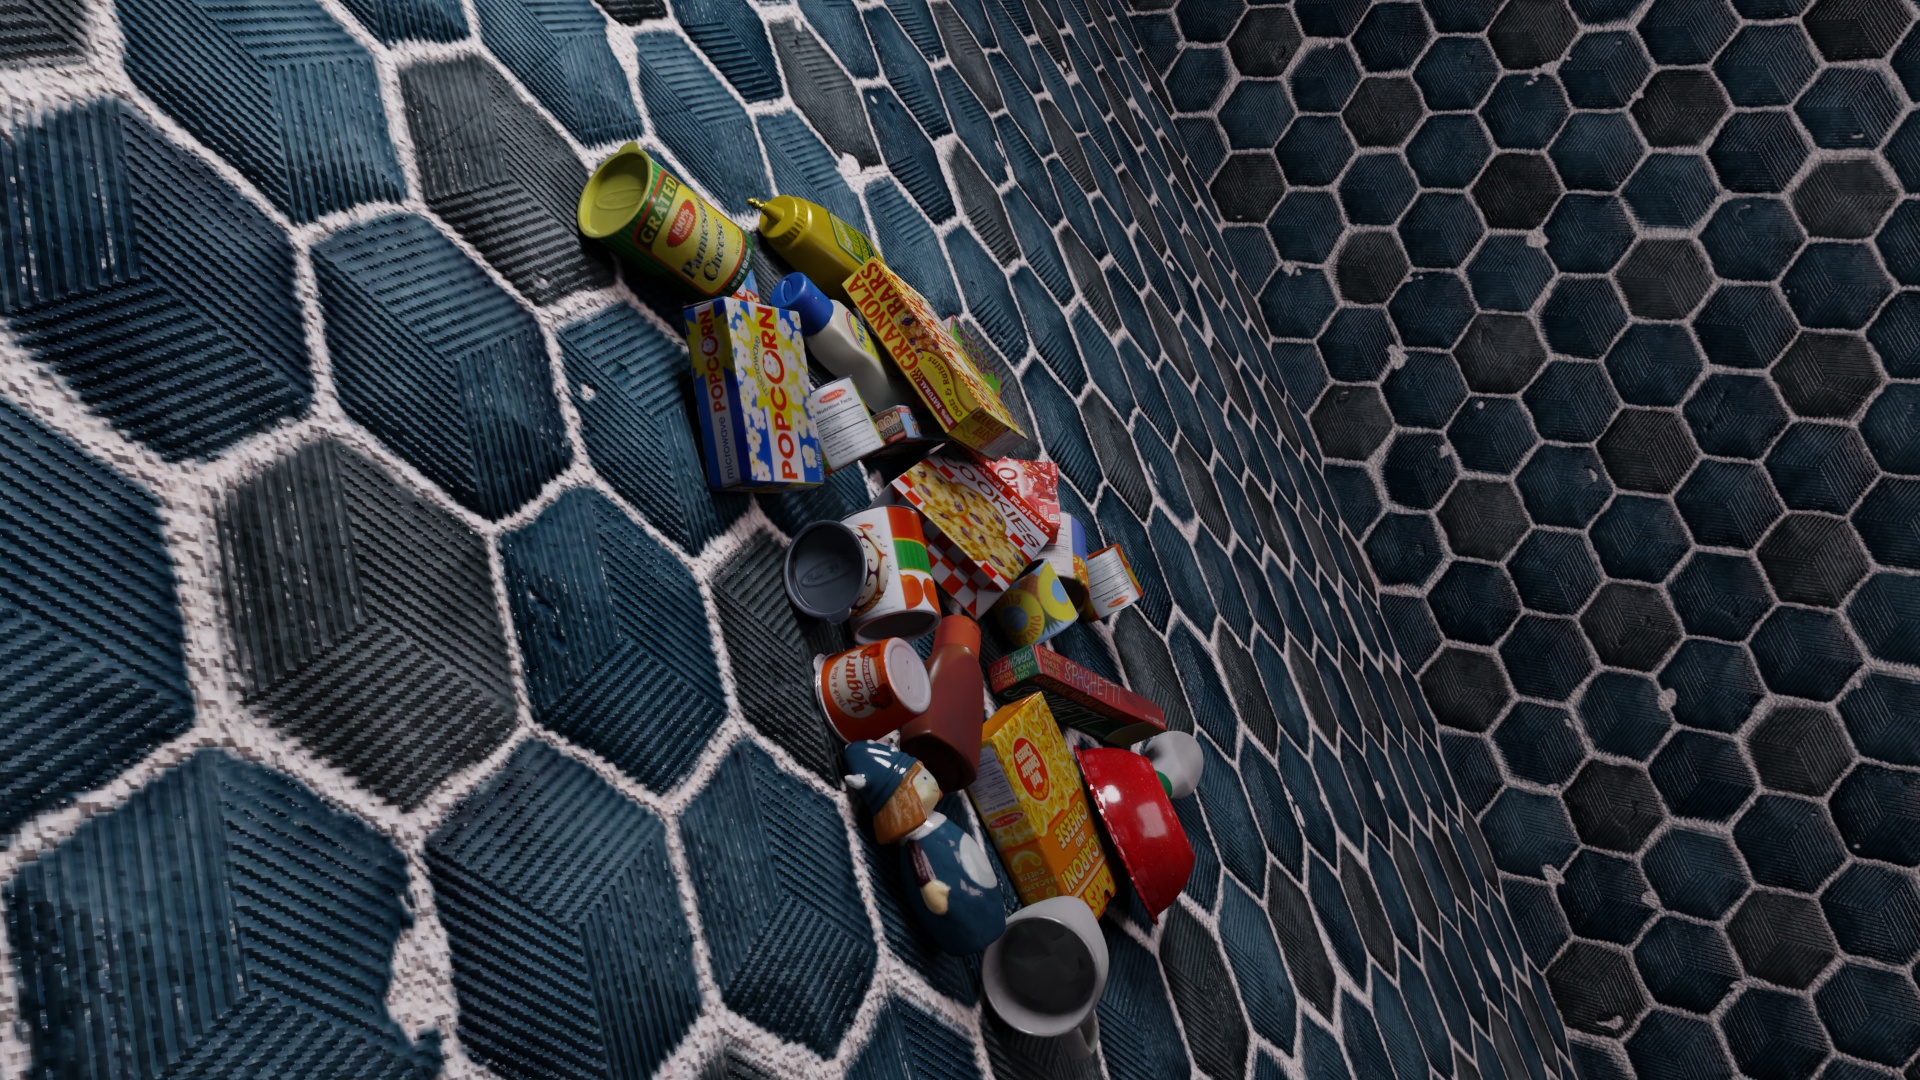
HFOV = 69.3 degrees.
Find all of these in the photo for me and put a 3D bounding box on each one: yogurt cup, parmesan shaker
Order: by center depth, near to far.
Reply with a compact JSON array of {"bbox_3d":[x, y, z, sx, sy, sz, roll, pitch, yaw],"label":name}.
[{"bbox_3d":[-0.056,0.099,0.930,0.072,0.054,0.073,47,29,-36],"label":"yogurt cup"},{"bbox_3d":[-0.195,-0.210,0.935,0.103,0.071,0.071,31,39,-51],"label":"parmesan shaker"}]

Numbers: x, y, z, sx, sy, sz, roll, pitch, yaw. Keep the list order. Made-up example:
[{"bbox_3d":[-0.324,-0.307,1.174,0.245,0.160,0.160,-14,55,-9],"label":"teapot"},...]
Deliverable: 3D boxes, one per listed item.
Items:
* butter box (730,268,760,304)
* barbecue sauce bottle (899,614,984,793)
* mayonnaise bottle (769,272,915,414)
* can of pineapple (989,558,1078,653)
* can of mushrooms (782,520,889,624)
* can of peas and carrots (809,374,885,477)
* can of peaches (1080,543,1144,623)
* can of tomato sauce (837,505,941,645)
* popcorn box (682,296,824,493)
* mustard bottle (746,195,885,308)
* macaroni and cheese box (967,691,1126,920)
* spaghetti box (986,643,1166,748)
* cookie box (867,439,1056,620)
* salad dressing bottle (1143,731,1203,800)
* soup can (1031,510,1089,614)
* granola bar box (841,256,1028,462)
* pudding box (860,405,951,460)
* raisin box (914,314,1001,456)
[{"bbox_3d":[-0.168,-0.168,1.007,0.053,0.024,0.104,24,45,-55],"label":"butter box"},{"bbox_3d":[-0.008,0.114,1.028,0.064,0.043,0.149,51,26,-25],"label":"barbecue sauce bottle"},{"bbox_3d":[-0.094,-0.159,1.128,0.147,0.041,0.065,41,26,-43],"label":"mayonnaise bottle"},{"bbox_3d":[0.059,0.056,1.199,0.058,0.071,0.071,61,23,-6],"label":"can of pineapple"},{"bbox_3d":[-0.083,0.023,0.937,0.033,0.071,0.071,10,58,-64],"label":"can of mushrooms"},{"bbox_3d":[-0.097,-0.080,1.017,0.058,0.071,0.071,63,23,-3],"label":"can of peas and carrots"},{"bbox_3d":[0.140,0.043,1.383,0.058,0.071,0.071,63,23,-2],"label":"can of peaches"},{"bbox_3d":[-0.052,0.027,0.996,0.071,0.071,0.083,26,44,-55],"label":"can of tomato sauce"},{"bbox_3d":[-0.139,-0.096,0.940,0.085,0.038,0.126,-1,81,-61],"label":"popcorn box"},{"bbox_3d":[-0.121,-0.247,1.153,0.160,0.048,0.065,24,41,-56],"label":"mustard bottle"},{"bbox_3d":[0.065,0.214,1.081,0.166,0.040,0.124,64,24,-1],"label":"macaroni and cheese box"},{"bbox_3d":[0.108,0.142,1.233,0.250,0.050,0.029,30,40,-52],"label":"spaghetti box"},{"bbox_3d":[0.004,-0.014,1.146,0.123,0.040,0.168,44,24,1],"label":"cookie box"},{"bbox_3d":[0.195,0.227,1.338,0.064,0.044,0.148,67,24,1],"label":"salad dressing bottle"},{"bbox_3d":[0.086,0.026,1.287,0.071,0.071,0.084,47,29,-35],"label":"soup can"},{"bbox_3d":[-0.021,-0.148,1.166,0.166,0.039,0.124,55,12,19],"label":"granola bar box"},{"bbox_3d":[-0.048,-0.088,1.142,0.084,0.049,0.030,-6,73,-65],"label":"pudding box"},{"bbox_3d":[-0.001,-0.144,1.310,0.086,0.040,0.124,51,27,-29],"label":"raisin box"}]
